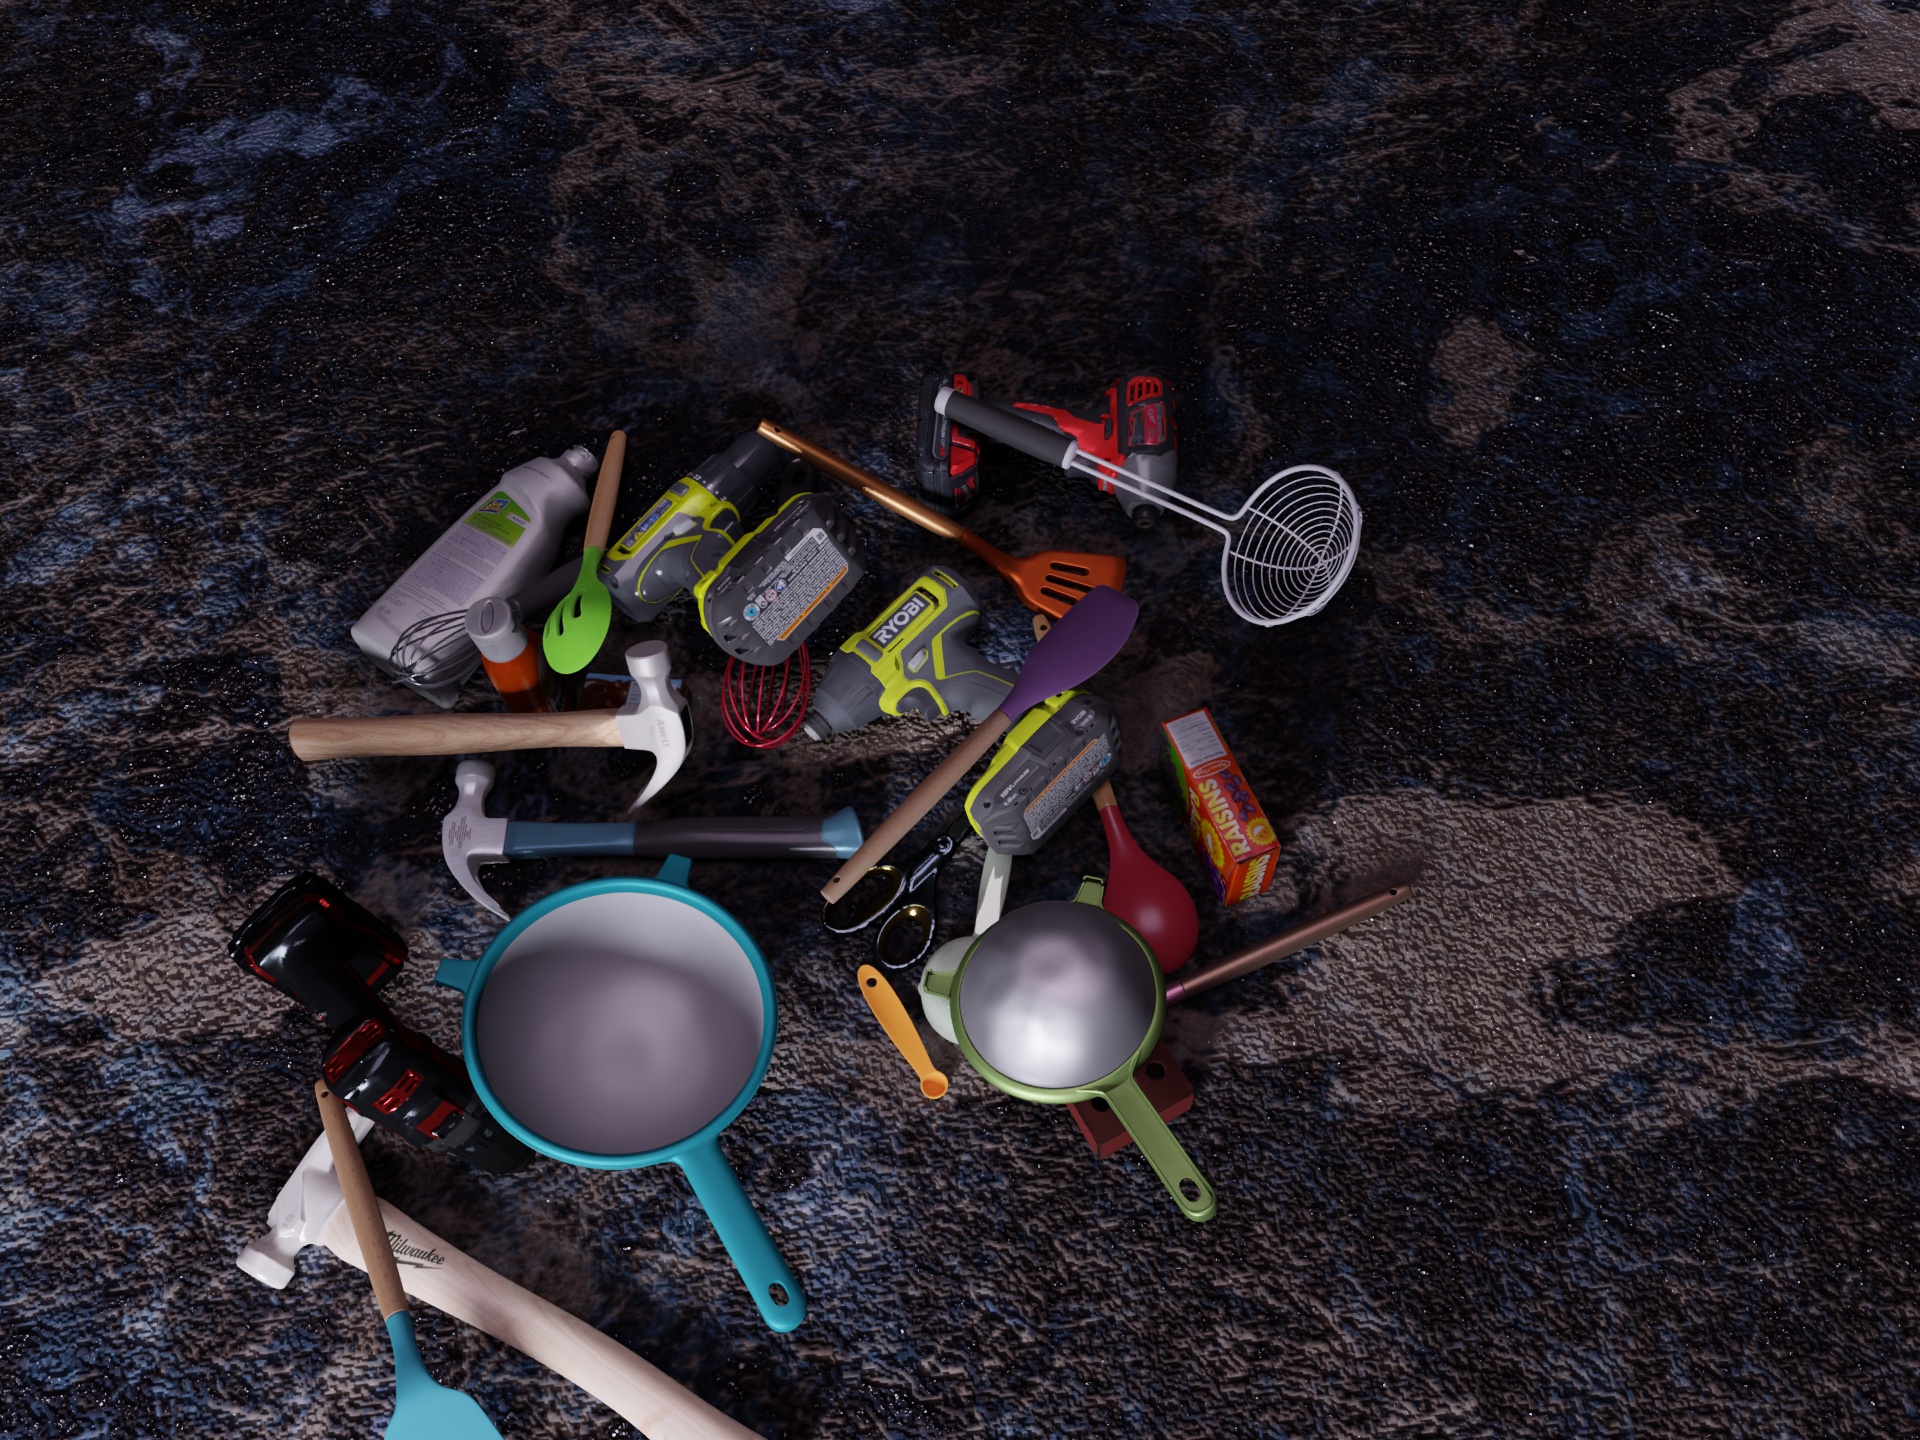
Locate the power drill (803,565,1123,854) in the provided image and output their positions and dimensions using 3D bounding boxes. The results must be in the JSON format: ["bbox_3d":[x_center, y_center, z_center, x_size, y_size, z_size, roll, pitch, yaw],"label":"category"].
[{"bbox_3d":[-0.002,-0.004,1.221,0.171,0.080,0.223,-45,58,-12],"label":"power drill"}]

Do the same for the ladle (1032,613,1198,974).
[{"bbox_3d":[0.107,0.047,1.222,0.069,0.031,0.316,-16,61,-3],"label":"ladle"}]

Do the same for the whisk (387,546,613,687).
[{"bbox_3d":[-0.360,-0.087,1.281,0.055,0.055,0.239,33,44,19],"label":"whisk"}]

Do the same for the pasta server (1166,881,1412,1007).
[{"bbox_3d":[0.183,0.179,1.139,0.316,0.040,0.060,-22,60,-8],"label":"pasta server"}]

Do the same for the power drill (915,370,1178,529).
[{"bbox_3d":[0.074,-0.225,1.340,0.219,0.078,0.143,1,63,2],"label":"power drill"}]

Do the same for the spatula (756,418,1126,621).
[{"bbox_3d":[-0.017,-0.165,1.292,0.322,0.041,0.081,27,65,-12],"label":"spatula"}]

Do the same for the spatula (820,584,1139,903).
[{"bbox_3d":[0.015,0.016,1.145,0.316,0.018,0.060,-45,52,-14],"label":"spatula"}]

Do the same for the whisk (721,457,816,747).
[{"bbox_3d":[-0.148,-0.104,1.307,0.073,0.073,0.296,1,57,5],"label":"whisk"}]

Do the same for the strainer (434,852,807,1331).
[{"bbox_3d":[-0.202,0.270,1.089,0.211,0.095,0.341,-25,66,-25],"label":"strainer"}]

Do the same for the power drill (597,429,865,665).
[{"bbox_3d":[-0.176,-0.144,1.266,0.190,0.080,0.229,-48,39,-11],"label":"power drill"}]

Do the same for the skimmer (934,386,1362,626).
[{"bbox_3d":[0.134,-0.188,1.232,0.363,0.090,0.127,26,97,14],"label":"skimmer"}]

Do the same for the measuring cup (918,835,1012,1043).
[{"bbox_3d":[0.017,0.152,1.165,0.083,0.038,0.168,8,66,9],"label":"measuring cup"}]

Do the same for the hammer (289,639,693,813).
[{"bbox_3d":[-0.359,0.011,1.209,0.331,0.130,0.031,-2,28,15],"label":"hammer"}]

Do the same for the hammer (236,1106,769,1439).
[{"bbox_3d":[-0.283,0.397,1.067,0.411,0.038,0.146,24,66,16],"label":"hammer"}]

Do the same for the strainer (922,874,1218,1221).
[{"bbox_3d":[0.090,0.213,1.051,0.151,0.069,0.257,-29,55,-11],"label":"strainer"}]

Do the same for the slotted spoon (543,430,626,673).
[{"bbox_3d":[-0.299,-0.151,1.302,0.070,0.031,0.314,-30,36,21],"label":"slotted spoon"}]

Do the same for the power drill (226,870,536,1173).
[{"bbox_3d":[-0.396,0.221,1.111,0.080,0.187,0.227,-46,50,-11],"label":"power drill"}]

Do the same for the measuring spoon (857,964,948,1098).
[{"bbox_3d":[-0.043,0.225,1.152,0.021,0.011,0.117,-30,61,-9],"label":"measuring spoon"}]

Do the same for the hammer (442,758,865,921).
[{"bbox_3d":[-0.235,0.089,1.223,0.331,0.033,0.128,-1,62,4],"label":"hammer"}]

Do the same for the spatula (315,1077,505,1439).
[{"bbox_3d":[-0.377,0.374,1.052,0.082,0.044,0.318,-26,58,-11],"label":"spatula"}]
